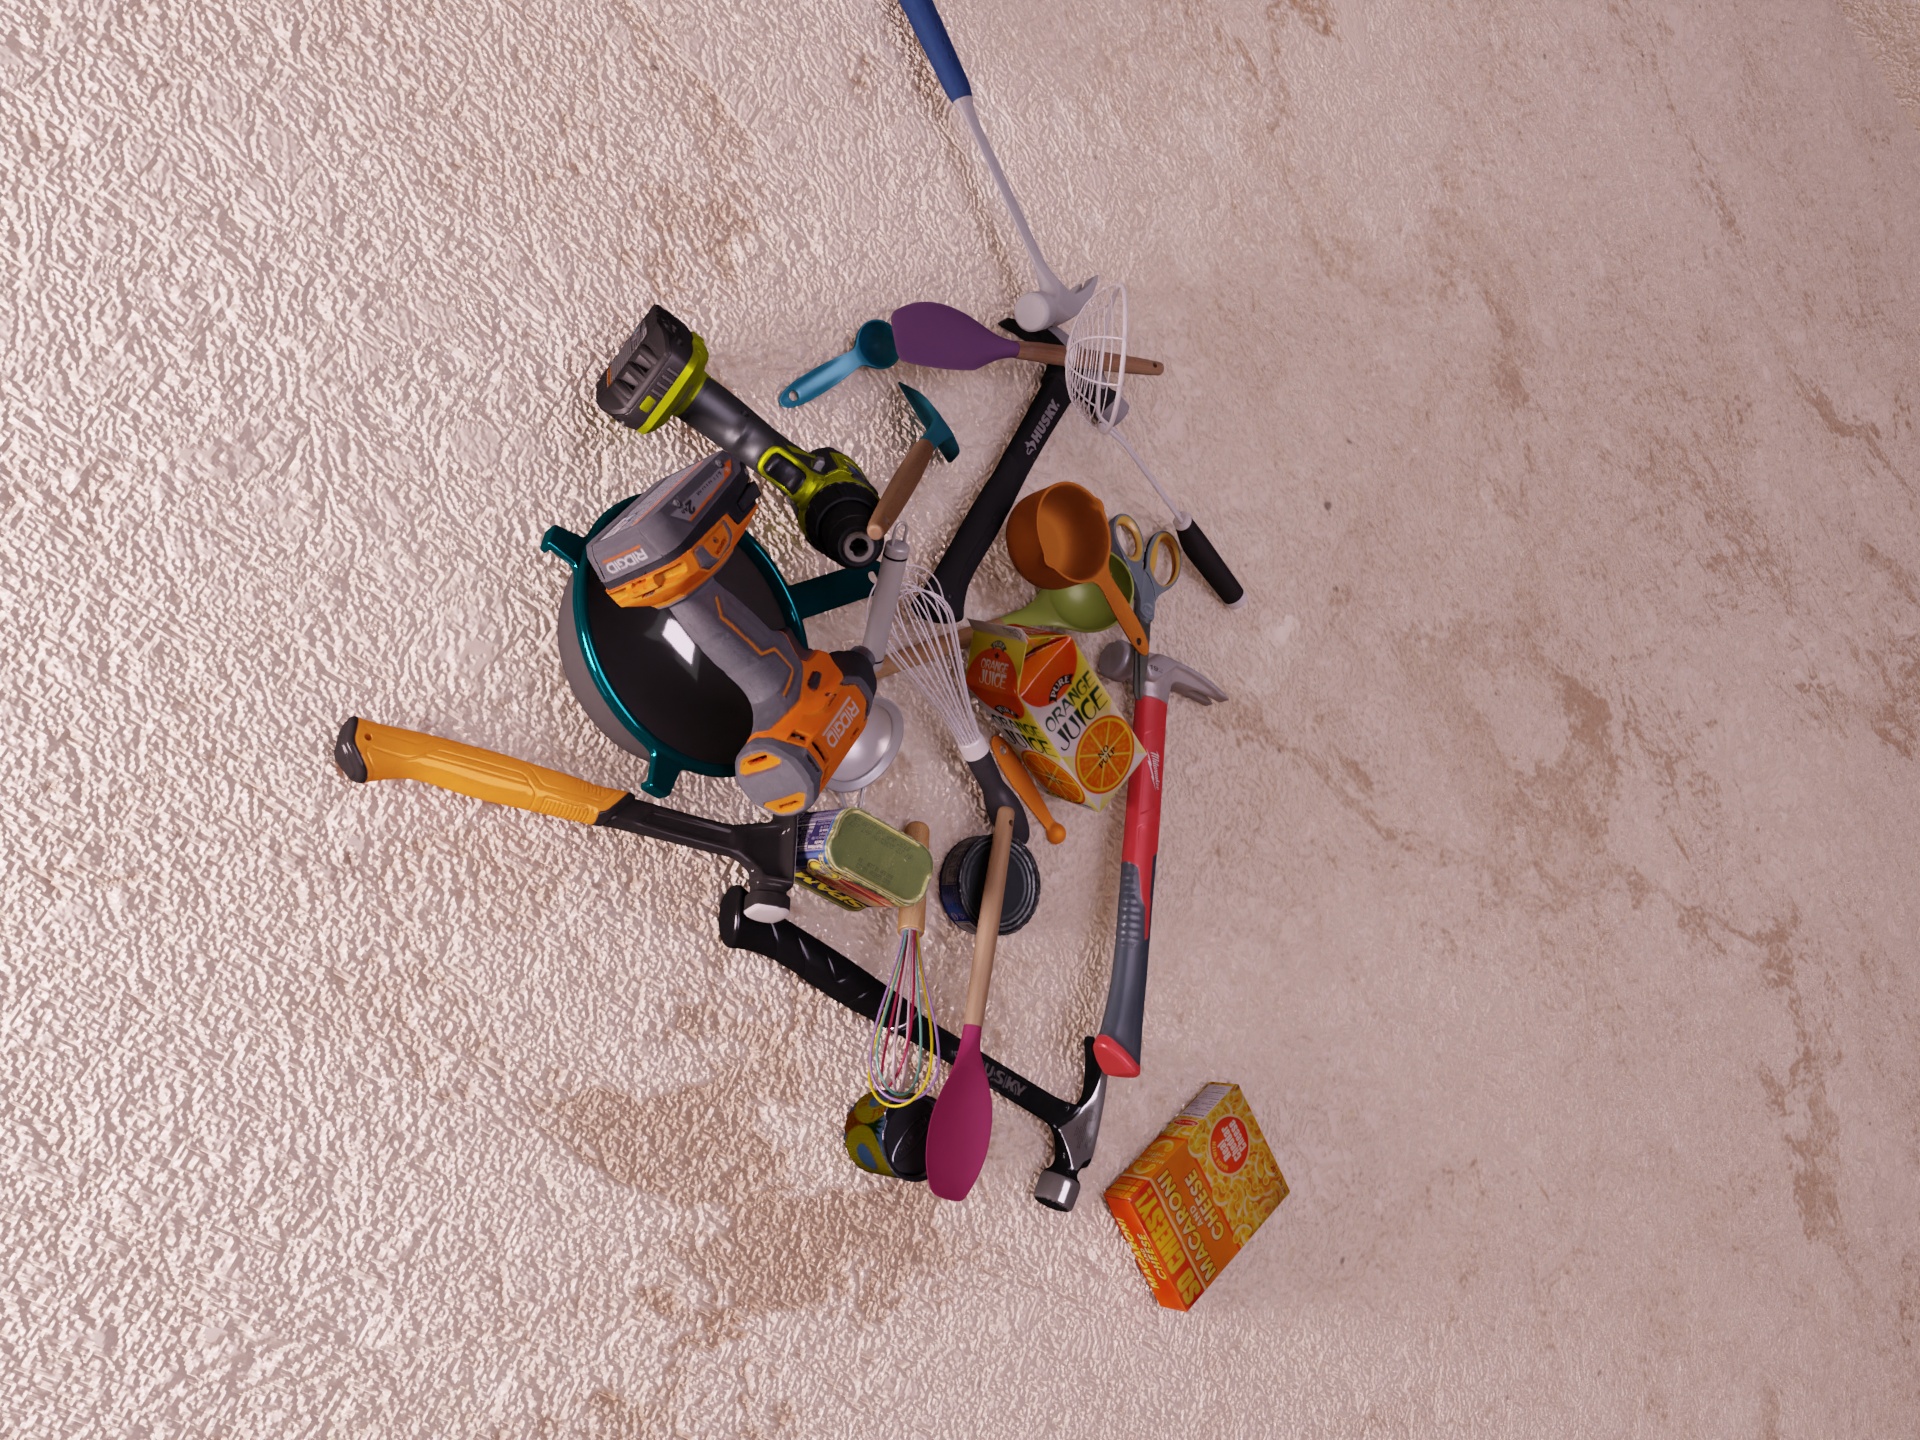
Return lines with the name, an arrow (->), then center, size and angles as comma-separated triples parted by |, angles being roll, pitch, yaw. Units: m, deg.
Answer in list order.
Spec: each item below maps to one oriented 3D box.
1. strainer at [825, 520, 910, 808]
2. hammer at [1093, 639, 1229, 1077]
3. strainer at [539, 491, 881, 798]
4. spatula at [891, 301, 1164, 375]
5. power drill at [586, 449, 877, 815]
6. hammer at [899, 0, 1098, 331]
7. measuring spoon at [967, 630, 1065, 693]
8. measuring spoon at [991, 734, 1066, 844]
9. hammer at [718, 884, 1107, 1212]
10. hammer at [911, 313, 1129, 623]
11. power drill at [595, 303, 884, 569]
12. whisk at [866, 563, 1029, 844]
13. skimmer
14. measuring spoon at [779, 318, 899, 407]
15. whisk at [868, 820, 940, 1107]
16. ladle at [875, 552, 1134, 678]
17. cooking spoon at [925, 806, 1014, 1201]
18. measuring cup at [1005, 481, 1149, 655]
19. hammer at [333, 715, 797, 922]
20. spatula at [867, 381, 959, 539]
strainer -> -0.071, -0.041, 1.231 | 0.087, 0.050, 0.258 | -13, 131, -37
hammer -> 0.172, 0.127, 1.427 | 0.143, 0.038, 0.387 | 21, 65, -34
strainer -> -0.180, -0.067, 1.196 | 0.340, 0.095, 0.211 | -26, 94, -54
spatula -> 0.066, -0.327, 1.402 | 0.315, 0.018, 0.060 | -3, 80, -39
power drill -> -0.141, -0.067, 1.103 | 0.226, 0.084, 0.164 | 58, 36, -21
hammer -> 0.009, -0.540, 1.412 | 0.405, 0.035, 0.144 | 64, 32, -6
measuring spoon -> 0.055, -0.049, 1.401 | 0.124, 0.018, 0.034 | -25, 99, -35
measuring spoon -> 0.061, 0.060, 1.392 | 0.021, 0.011, 0.116 | -43, 109, -33
hammer -> -0.029, 0.246, 1.285 | 0.408, 0.036, 0.149 | 37, 62, -26
hammer -> 0.038, -0.216, 1.389 | 0.146, 0.035, 0.335 | 43, 56, -24
power drill -> -0.151, -0.199, 1.175 | 0.228, 0.191, 0.080 | 35, 101, -22
whisk -> -0.003, -0.004, 1.308 | 0.070, 0.070, 0.284 | -45, 124, -32
skimmer -> 0.199, -0.235, 1.451 | 0.362, 0.090, 0.127 | 47, 29, -36
measuring spoon -> -0.104, -0.292, 1.325 | 0.128, 0.021, 0.042 | -37, 106, -25
whisk -> -0.044, 0.185, 1.242 | 0.051, 0.047, 0.245 | 26, 48, -29
ladle -> 0.019, -0.079, 1.357 | 0.320, 0.062, 0.078 | -21, 79, -34
cooking spoon -> 0.014, 0.219, 1.270 | 0.068, 0.017, 0.319 | 29, 61, -39
measuring cup -> 0.102, -0.122, 1.369 | 0.095, 0.052, 0.173 | -49, 115, -35
hammer -> -0.268, 0.049, 1.128 | 0.336, 0.034, 0.127 | 18, 57, -30
spatula -> -0.041, -0.196, 1.230 | 0.082, 0.044, 0.318 | 57, 23, -18
